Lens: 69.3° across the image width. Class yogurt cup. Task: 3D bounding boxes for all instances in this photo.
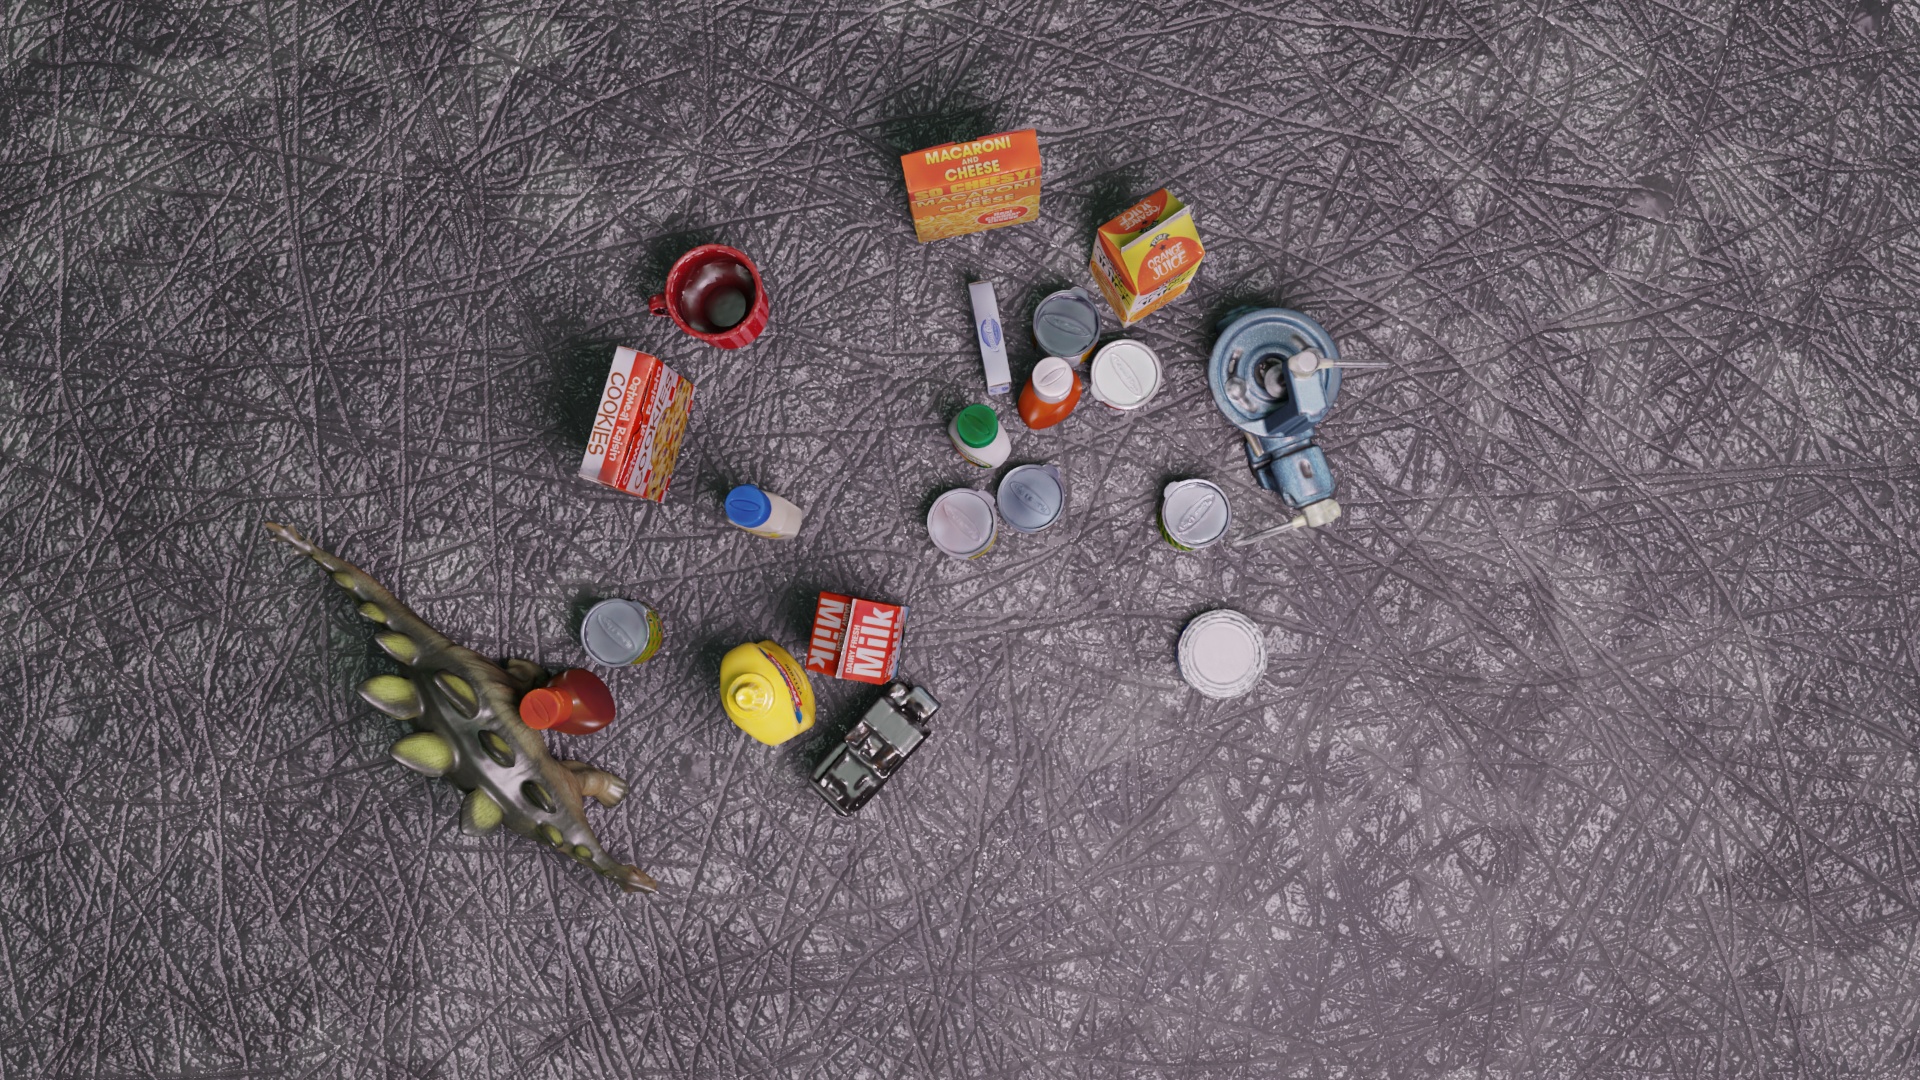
[{"bbox_3d":[0.159,-0.157,1.349,0.072,0.054,0.072,0,86,2],"label":"yogurt cup"}]

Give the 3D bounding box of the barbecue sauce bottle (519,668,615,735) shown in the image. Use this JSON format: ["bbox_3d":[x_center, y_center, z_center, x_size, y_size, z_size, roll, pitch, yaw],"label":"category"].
[{"bbox_3d":[-0.367,0.152,1.295,0.044,0.148,0.065,-35,86,0],"label":"barbecue sauce bottle"}]

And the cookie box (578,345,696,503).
[{"bbox_3d":[-0.298,-0.104,1.302,0.040,0.167,0.123,15,87,3],"label":"cookie box"}]

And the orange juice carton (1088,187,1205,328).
[{"bbox_3d":[0.171,-0.263,1.287,0.072,0.192,0.073,-31,86,0],"label":"orange juice carton"}]

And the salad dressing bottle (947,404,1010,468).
[{"bbox_3d":[0.017,-0.100,1.302,0.064,0.147,0.044,38,88,4],"label":"salad dressing bottle"}]

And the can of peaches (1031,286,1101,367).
[{"bbox_3d":[0.104,-0.207,1.353,0.071,0.058,0.071,0,86,2],"label":"can of peaches"}]

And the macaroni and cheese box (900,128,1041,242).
[{"bbox_3d":[0.012,-0.333,1.310,0.124,0.166,0.040,-11,86,1],"label":"macaroni and cheese box"}]

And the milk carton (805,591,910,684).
[{"bbox_3d":[-0.094,0.088,1.270,0.073,0.190,0.072,11,87,3],"label":"milk carton"}]

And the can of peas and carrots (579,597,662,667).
[{"bbox_3d":[-0.325,0.087,1.344,0.071,0.058,0.071,0,86,2],"label":"can of peas and carrots"}]

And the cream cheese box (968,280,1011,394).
[{"bbox_3d":[0.029,-0.197,1.356,0.024,0.053,0.104,-11,86,1],"label":"cream cheese box"}]

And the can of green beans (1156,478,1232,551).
[{"bbox_3d":[0.224,-0.024,1.336,0.071,0.058,0.071,0,86,2],"label":"can of green beans"}]

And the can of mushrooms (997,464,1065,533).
[{"bbox_3d":[0.070,-0.042,1.354,0.071,0.033,0.071,0,86,2],"label":"can of mushrooms"}]

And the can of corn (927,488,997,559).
[{"bbox_3d":[0.005,-0.017,1.341,0.071,0.058,0.071,0,86,2],"label":"can of corn"}]

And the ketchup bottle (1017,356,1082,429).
[{"bbox_3d":[0.085,-0.140,1.303,0.065,0.148,0.043,-35,86,0],"label":"ketchup bottle"}]

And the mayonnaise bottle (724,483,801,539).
[{"bbox_3d":[-0.189,-0.027,1.303,0.065,0.148,0.041,10,87,3],"label":"mayonnaise bottle"}]
